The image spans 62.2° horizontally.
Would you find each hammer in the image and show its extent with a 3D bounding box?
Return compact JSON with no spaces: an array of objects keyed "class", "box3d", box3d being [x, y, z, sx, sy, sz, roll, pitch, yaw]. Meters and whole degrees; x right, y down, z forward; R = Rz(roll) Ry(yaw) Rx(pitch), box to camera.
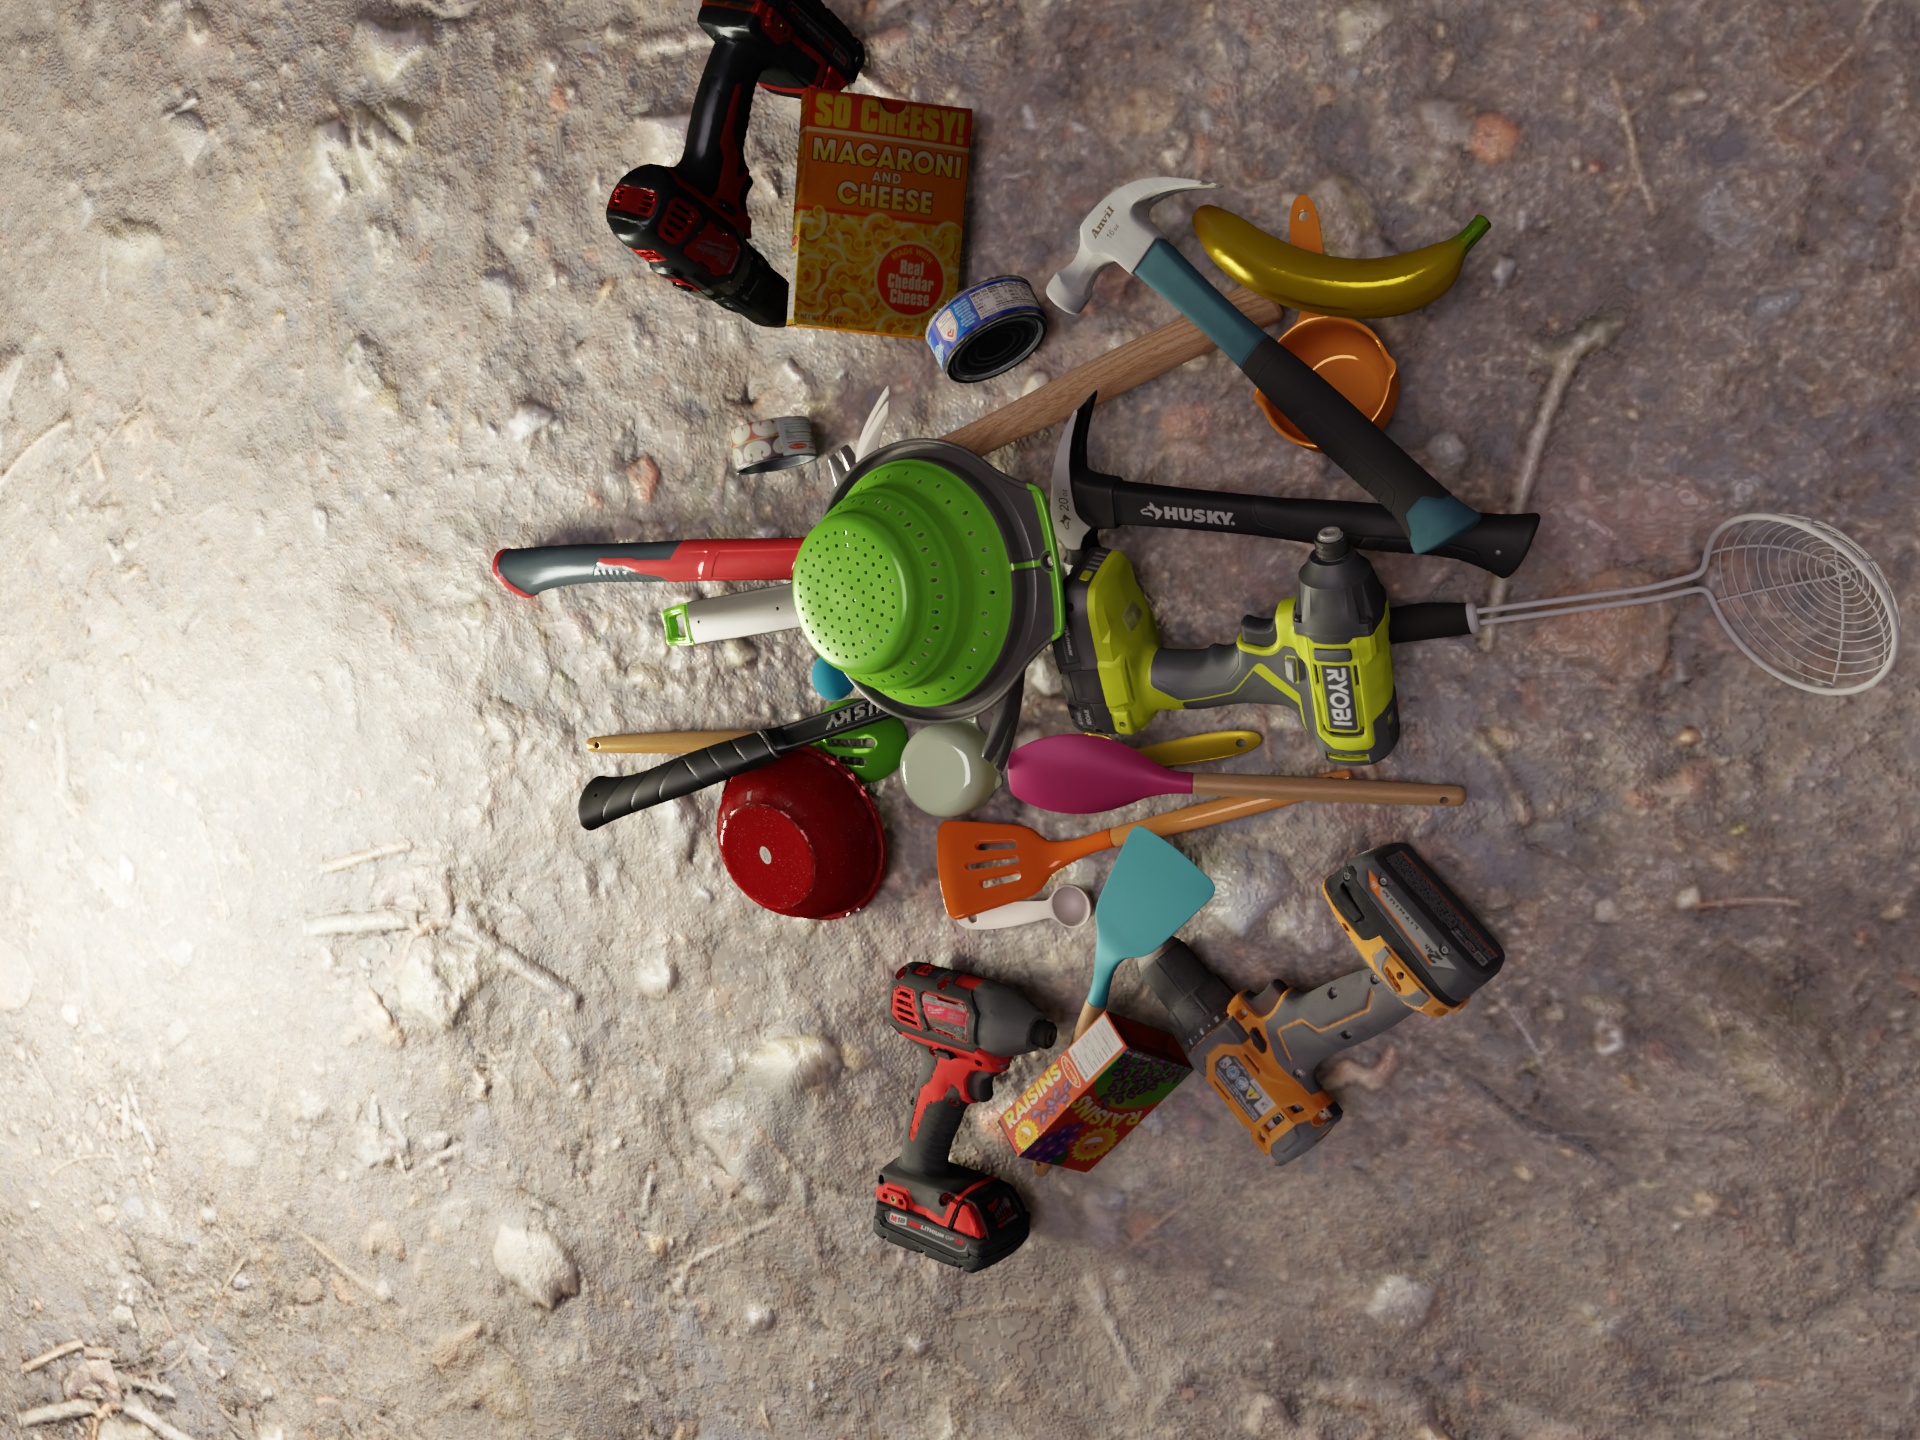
[{"class":"hammer","box3d":[-0.132,0.018,1.244,0.409,0.036,0.149,-19,58,22]},{"class":"hammer","box3d":[0.215,-0.142,1.073,0.335,0.035,0.146,10,128,27]},{"class":"hammer","box3d":[0.199,-0.226,1.022,0.331,0.033,0.128,48,124,18]},{"class":"hammer","box3d":[-0.236,-0.145,1.309,0.386,0.038,0.143,2,119,27]},{"class":"hammer","box3d":[0.071,-0.233,1.145,0.331,0.129,0.031,-23,45,19]}]

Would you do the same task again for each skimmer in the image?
[{"class":"skimmer","box3d":[0.387,-0.058,1.016,0.363,0.090,0.127,-7,126,28]}]

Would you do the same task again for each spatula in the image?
[{"class":"spatula","box3d":[0.105,0.229,1.203,0.082,0.044,0.317,39,128,34]},{"class":"spatula","box3d":[0.133,0.080,1.185,0.322,0.041,0.081,-17,66,25]}]

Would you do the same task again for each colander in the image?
[{"class":"colander","box3d":[-0.112,-0.086,1.161,0.397,0.094,0.204,-6,96,40]}]

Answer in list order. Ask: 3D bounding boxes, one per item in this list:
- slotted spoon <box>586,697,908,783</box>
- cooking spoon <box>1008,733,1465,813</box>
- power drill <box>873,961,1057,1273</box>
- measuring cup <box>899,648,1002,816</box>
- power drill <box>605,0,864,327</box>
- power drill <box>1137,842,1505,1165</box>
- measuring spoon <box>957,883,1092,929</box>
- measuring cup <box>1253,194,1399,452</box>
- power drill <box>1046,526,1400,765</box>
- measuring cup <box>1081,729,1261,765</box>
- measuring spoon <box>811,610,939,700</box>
[{"class":"slotted spoon","box3d":[-0.189,0.019,1.336,0.314,0.031,0.070,-1,93,27]},{"class":"cooking spoon","box3d":[0.191,0.046,1.125,0.319,0.017,0.068,2,120,11]},{"class":"power drill","box3d":[0.005,0.309,1.257,0.143,0.078,0.219,9,98,32]},{"class":"measuring cup","box3d":[-0.002,-0.004,1.236,0.083,0.038,0.167,18,105,22]},{"class":"power drill","box3d":[-0.155,-0.419,1.191,0.080,0.187,0.227,22,89,32]},{"class":"power drill","box3d":[0.243,0.182,1.129,0.185,0.084,0.226,51,120,19]},{"class":"measuring spoon","box3d":[0.051,0.149,1.252,0.124,0.018,0.034,-11,93,33]},{"class":"measuring cup","box3d":[0.246,-0.265,1.076,0.095,0.052,0.174,-9,83,26]},{"class":"power drill","box3d":[0.181,-0.056,1.091,0.223,0.080,0.171,3,128,28]},{"class":"measuring cup","box3d":[0.146,0.032,1.178,0.156,0.029,0.062,-10,58,14]},{"class":"measuring spoon","box3d":[-0.071,-0.059,1.266,0.128,0.021,0.042,-32,64,23]}]
